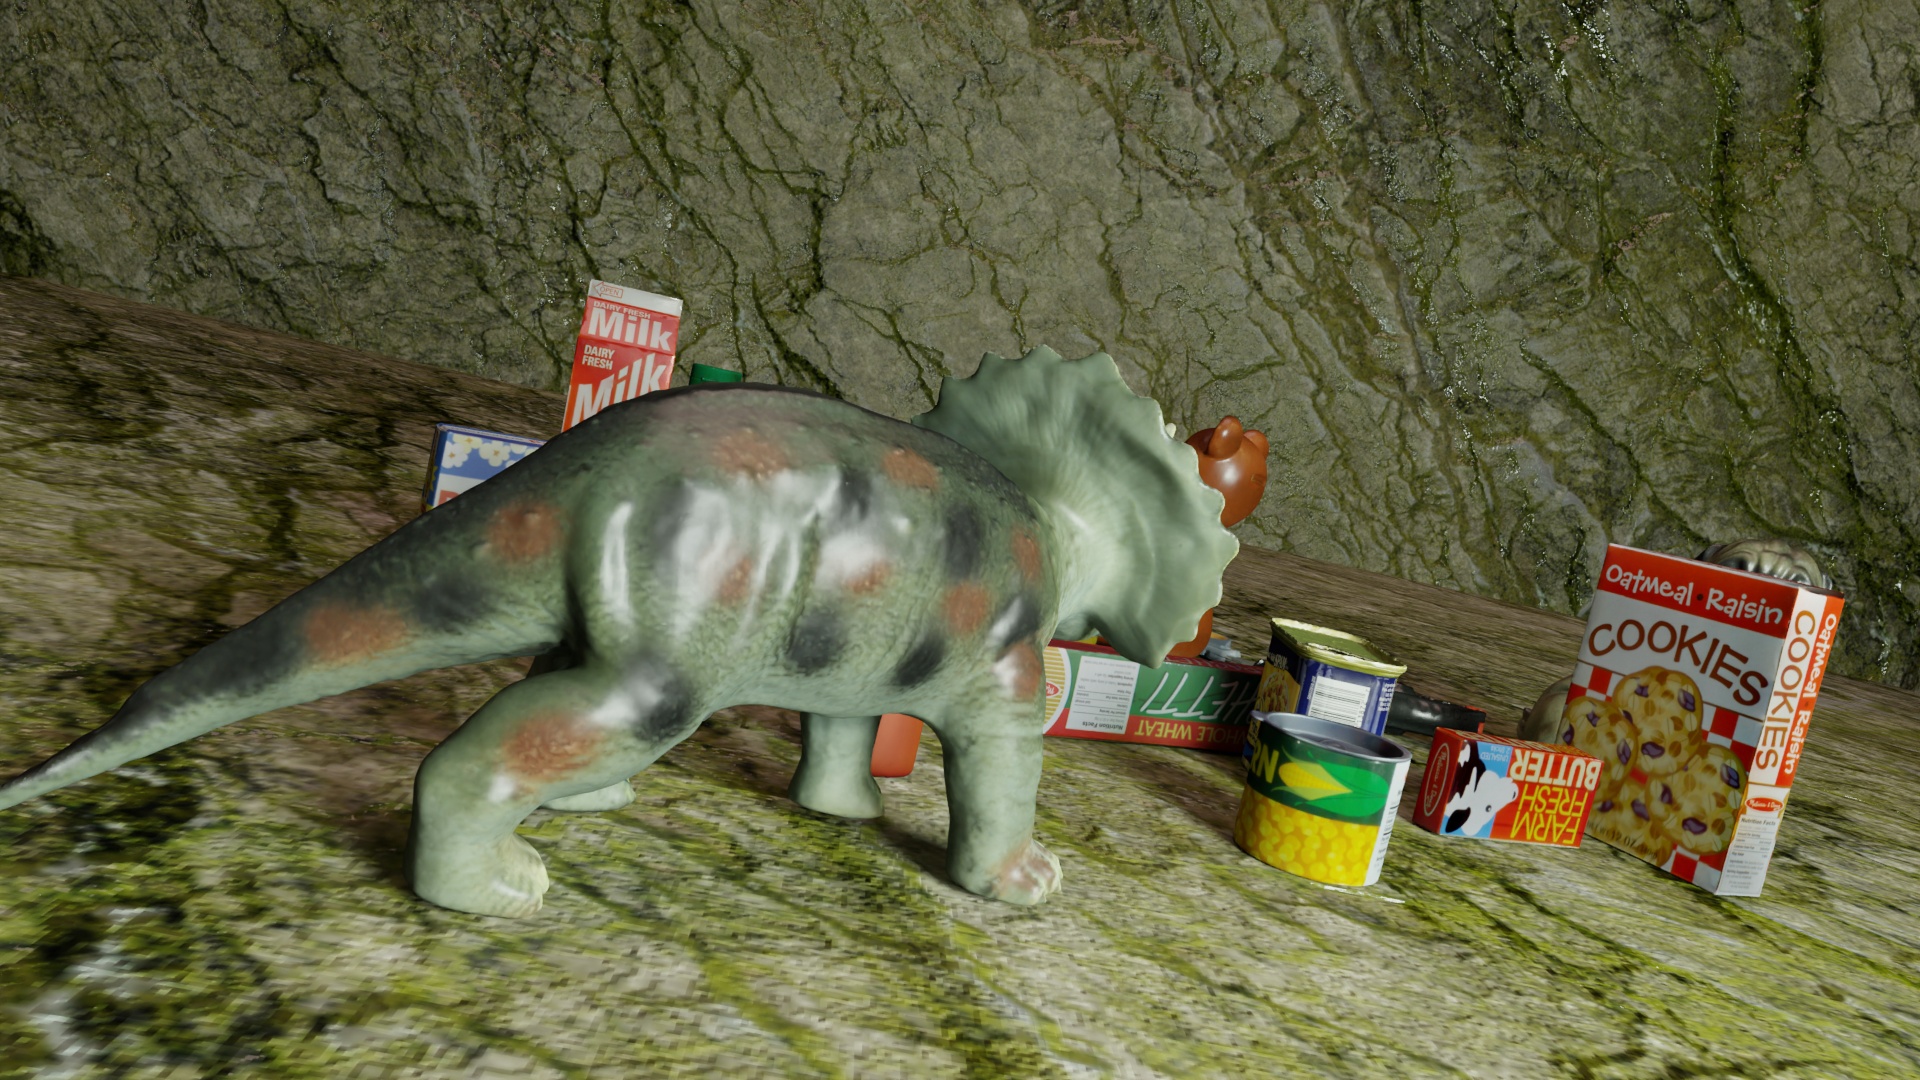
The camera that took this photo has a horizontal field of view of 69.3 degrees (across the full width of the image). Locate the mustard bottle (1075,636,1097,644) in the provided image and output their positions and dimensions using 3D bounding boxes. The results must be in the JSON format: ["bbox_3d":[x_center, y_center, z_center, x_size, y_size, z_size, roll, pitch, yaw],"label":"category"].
[{"bbox_3d":[0.079,0.007,0.946,0.049,0.160,0.065,12,5,-11],"label":"mustard bottle"}]

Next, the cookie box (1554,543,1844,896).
[{"bbox_3d":[0.401,0.094,0.774,0.040,0.167,0.123,10,6,-25],"label":"cookie box"}]

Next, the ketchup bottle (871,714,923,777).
[{"bbox_3d":[-0.031,0.024,0.609,0.043,0.148,0.065,9,6,-33],"label":"ketchup bottle"}]

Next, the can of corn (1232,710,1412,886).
[{"bbox_3d":[0.156,0.112,0.614,0.071,0.058,0.071,13,6,-1],"label":"can of corn"}]

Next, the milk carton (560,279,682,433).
[{"bbox_3d":[-0.262,-0.096,1.051,0.072,0.190,0.073,11,5,-16],"label":"milk carton"}]

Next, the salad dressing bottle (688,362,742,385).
[{"bbox_3d":[-0.191,-0.053,1.010,0.064,0.147,0.044,13,5,2],"label":"salad dressing bottle"}]

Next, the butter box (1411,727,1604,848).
[{"bbox_3d":[0.291,0.132,0.737,0.103,0.053,0.024,10,6,-24],"label":"butter box"}]

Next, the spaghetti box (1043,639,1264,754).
[{"bbox_3d":[0.111,0.089,0.778,0.250,0.050,0.029,10,6,-28],"label":"spaghetti box"}]

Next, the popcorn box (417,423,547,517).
[{"bbox_3d":[-0.255,-0.017,0.832,0.127,0.085,0.038,9,6,-32],"label":"popcorn box"}]

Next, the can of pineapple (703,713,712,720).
[{"bbox_3d":[-0.140,0.045,0.624,0.071,0.057,0.071,13,6,-1],"label":"can of pineapple"}]
